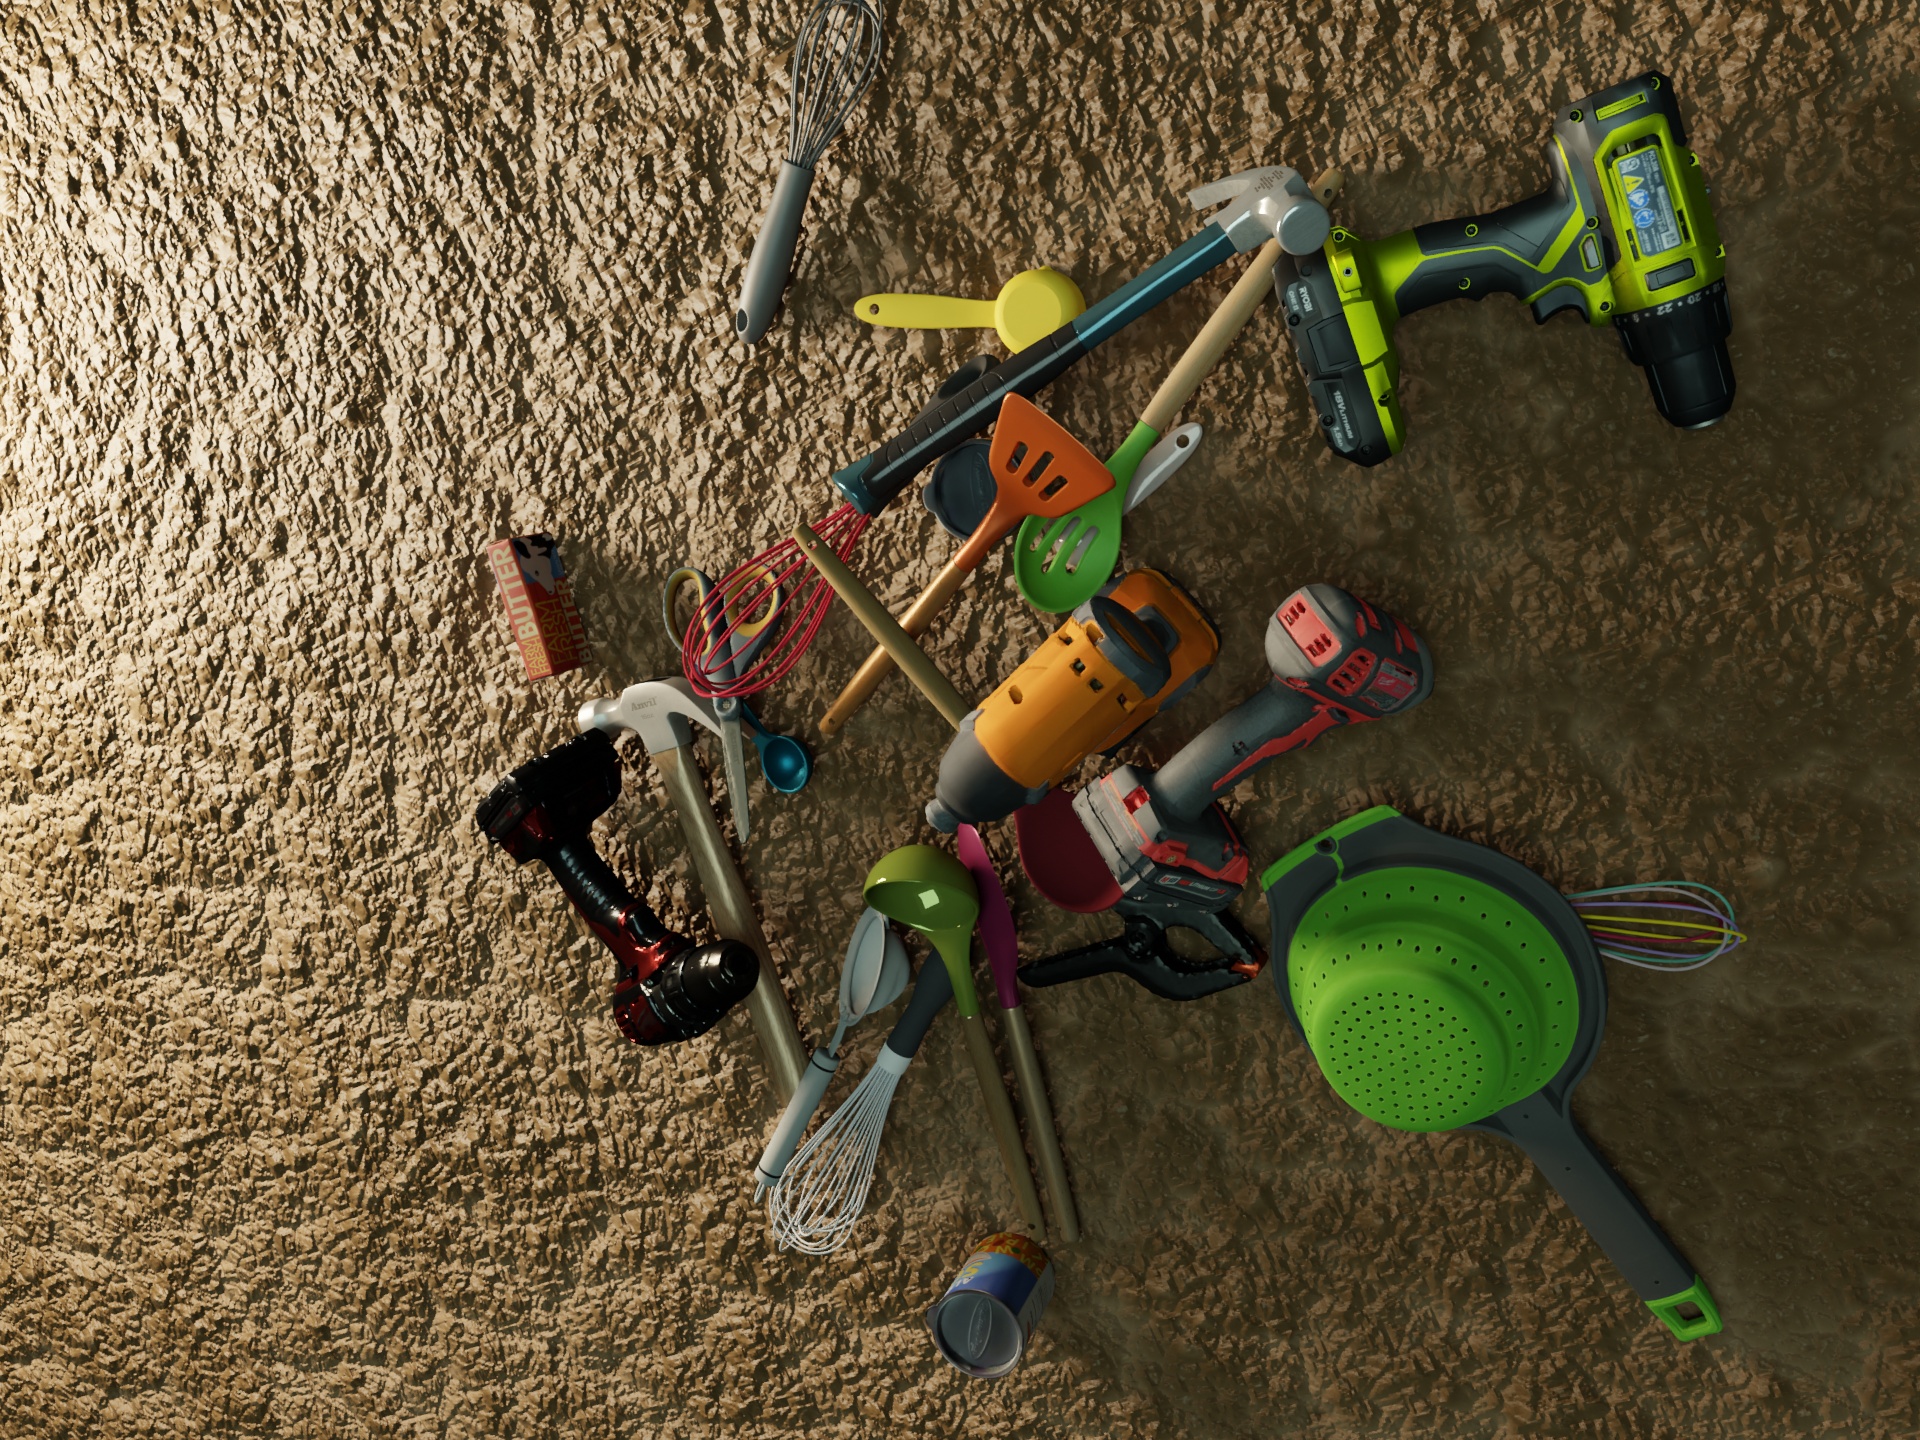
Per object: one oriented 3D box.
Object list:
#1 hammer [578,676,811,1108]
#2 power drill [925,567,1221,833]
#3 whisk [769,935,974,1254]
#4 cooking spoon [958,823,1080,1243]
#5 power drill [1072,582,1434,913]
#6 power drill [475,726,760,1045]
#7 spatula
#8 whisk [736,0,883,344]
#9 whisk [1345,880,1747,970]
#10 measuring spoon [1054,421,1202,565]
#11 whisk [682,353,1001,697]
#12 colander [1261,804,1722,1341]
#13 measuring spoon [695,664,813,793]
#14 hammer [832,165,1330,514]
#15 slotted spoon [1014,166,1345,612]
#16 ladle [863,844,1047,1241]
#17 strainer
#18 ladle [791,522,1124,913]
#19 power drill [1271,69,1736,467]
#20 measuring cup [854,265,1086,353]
[{"bbox_3d":[-0.168,0.126,1.153,0.130,0.031,0.331,-15,98,31],"label":"hammer"},{"bbox_3d":[0.066,-0.011,0.943,0.084,0.226,0.164,48,112,5],"label":"power drill"},{"bbox_3d":[-0.061,0.267,1.141,0.070,0.070,0.284,31,104,11],"label":"whisk"},{"bbox_3d":[0.041,0.219,1.096,0.017,0.069,0.318,-18,103,-17],"label":"cooking spoon"},{"bbox_3d":[0.187,0.017,0.962,0.219,0.143,0.079,-46,52,23],"label":"power drill"},{"bbox_3d":[-0.234,0.122,1.121,0.226,0.080,0.188,57,144,0],"label":"power drill"},{"bbox_3d":[-0.015,-0.081,1.007,0.081,0.041,0.322,40,130,-2],"label":"spatula"},{"bbox_3d":[-0.102,-0.357,1.030,0.055,0.055,0.239,27,113,12],"label":"whisk"},{"bbox_3d":[0.345,0.117,0.973,0.245,0.047,0.051,4,104,22],"label":"whisk"},{"bbox_3d":[0.106,-0.145,1.014,0.124,0.018,0.034,-43,85,21],"label":"measuring spoon"},{"bbox_3d":[-0.076,-0.126,1.043,0.073,0.073,0.296,44,97,6],"label":"whisk"},{"bbox_3d":[0.327,0.241,0.960,0.204,0.094,0.397,-37,92,35],"label":"colander"},{"bbox_3d":[-0.147,-0.003,1.136,0.129,0.021,0.042,49,125,14],"label":"measuring spoon"},{"bbox_3d":[0.060,-0.221,0.946,0.331,0.128,0.033,-31,117,17],"label":"hammer"},{"bbox_3d":[0.134,-0.201,0.976,0.070,0.031,0.313,30,105,-24],"label":"slotted spoon"},{"bbox_3d":[0.009,0.228,1.084,0.078,0.062,0.320,-7,109,28],"label":"ladle"},{"bbox_3d":[-0.090,0.233,1.124,0.050,0.087,0.258,23,101,-19],"label":"strainer"},{"bbox_3d":[-0.002,-0.003,1.021,0.069,0.031,0.315,-41,96,0],"label":"ladle"},{"bbox_3d":[0.308,-0.228,0.894,0.228,0.080,0.190,-18,104,18],"label":"power drill"},{"bbox_3d":[0.002,-0.262,1.019,0.156,0.029,0.062,6,103,15],"label":"measuring cup"}]
